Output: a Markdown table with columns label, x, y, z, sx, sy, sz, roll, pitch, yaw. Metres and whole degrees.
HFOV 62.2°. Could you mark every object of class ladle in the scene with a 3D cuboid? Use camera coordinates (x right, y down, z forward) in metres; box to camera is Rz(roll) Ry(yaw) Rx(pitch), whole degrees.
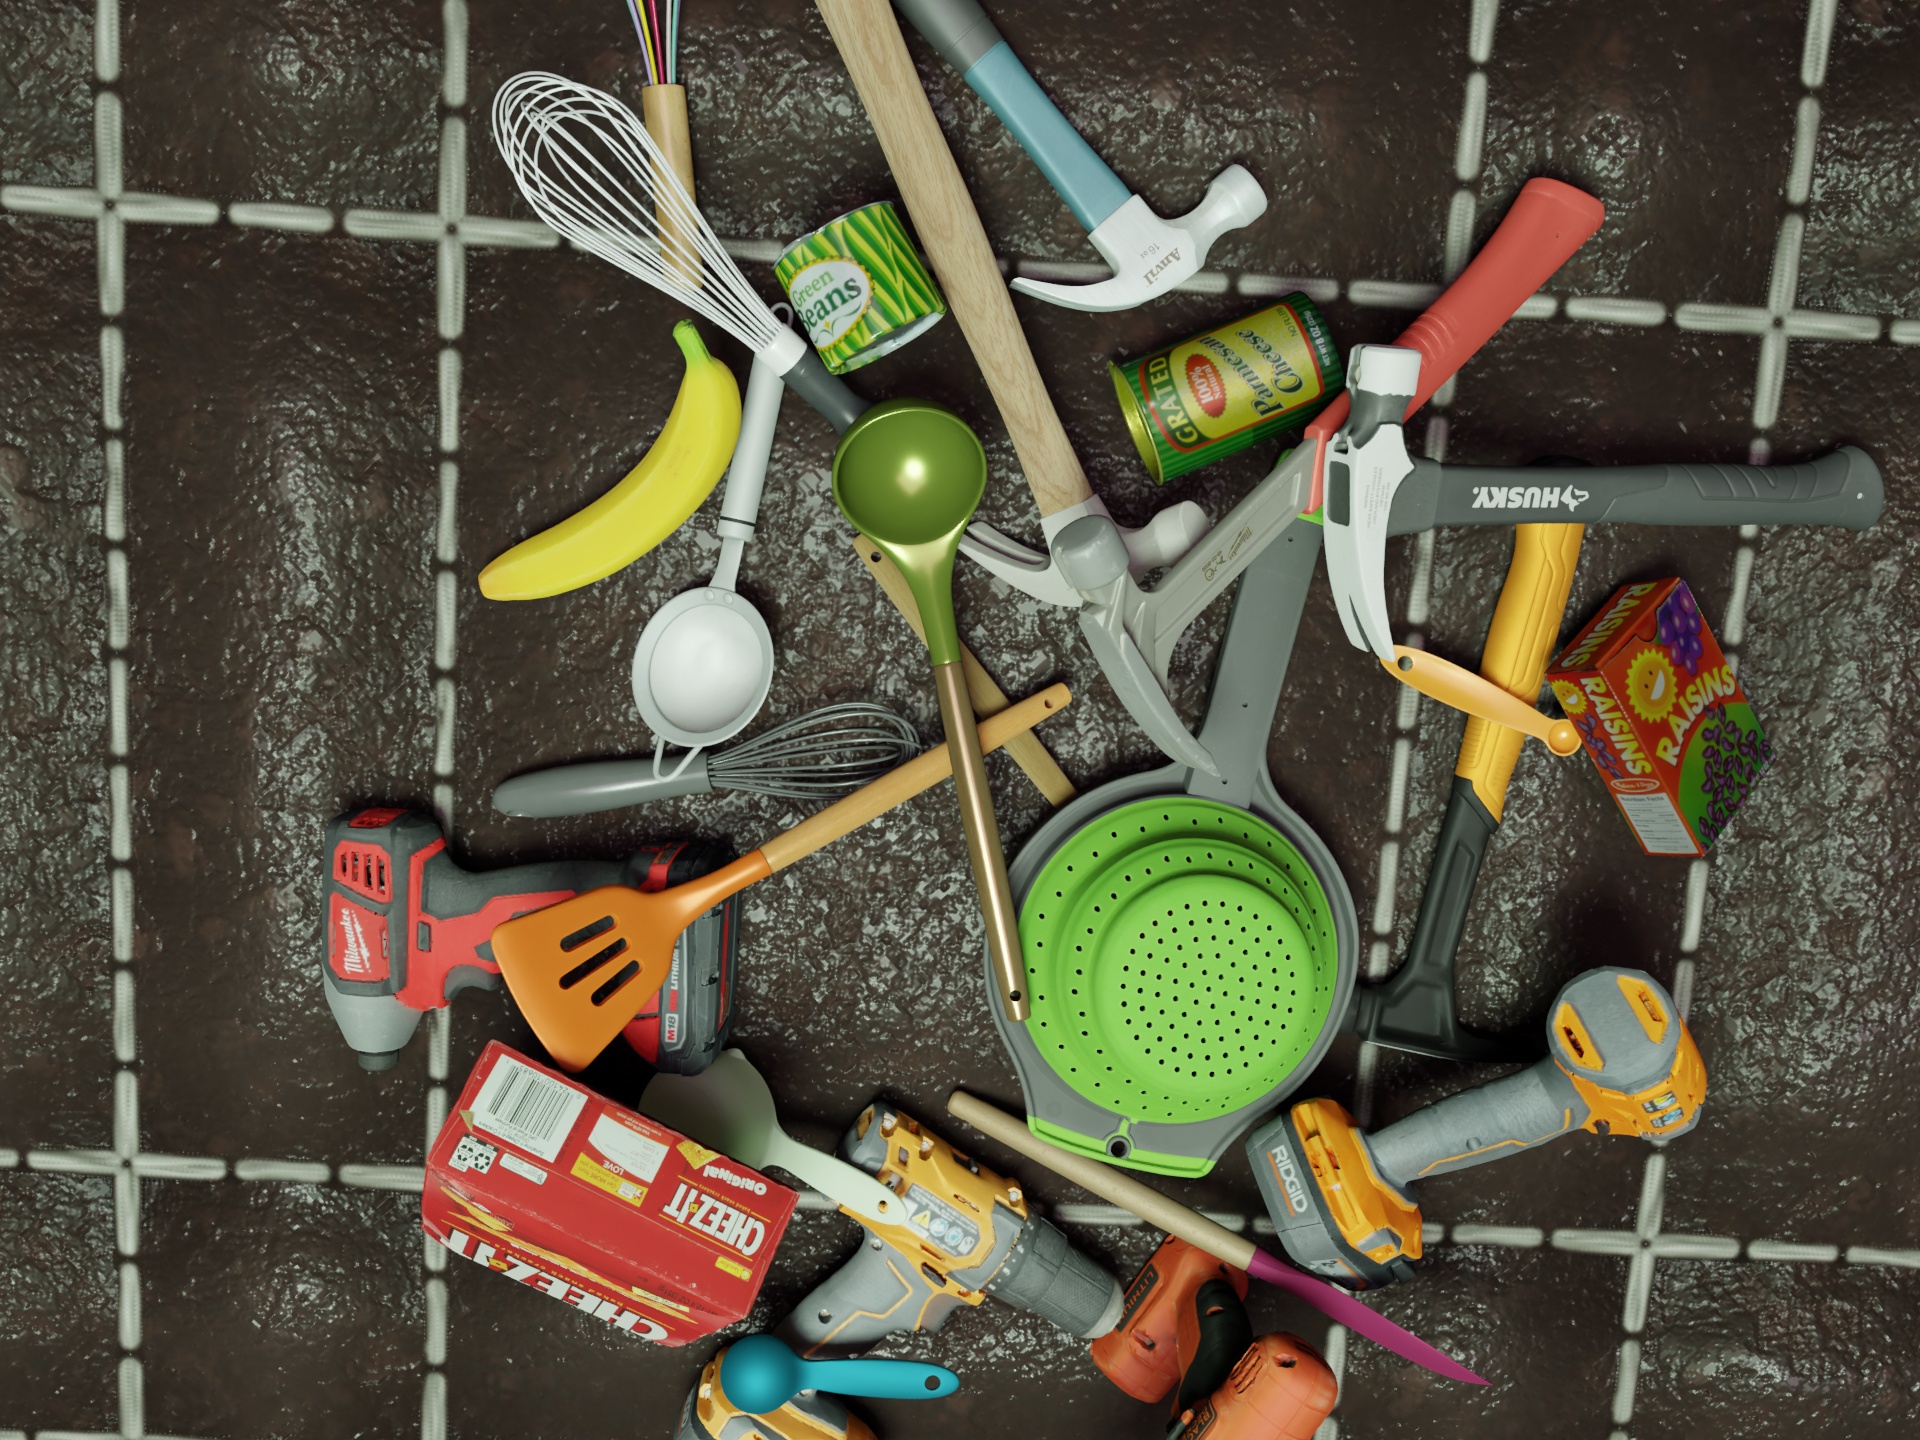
| label | x | y | z | sx | sy | sz | roll | pitch | yaw |
| --- | --- | --- | --- | --- | --- | --- | --- | --- | --- |
| ladle | -0.001 | -0.003 | 0.799 | 0.078 | 0.062 | 0.320 | -11 | 92 | 0 |
| ladle | 0.043 | 0.023 | 0.872 | 0.069 | 0.031 | 0.315 | -39 | 96 | 1 |

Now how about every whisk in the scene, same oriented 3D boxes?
| label | x | y | z | sx | sy | sz | roll | pitch | yaw |
| --- | --- | --- | --- | --- | --- | --- | --- | --- | --- |
| whisk | -0.113 | -0.205 | 0.787 | 0.070 | 0.070 | 0.284 | -46 | 117 | 6 |
| whisk | -0.137 | 0.028 | 0.859 | 0.239 | 0.055 | 0.055 | -8 | 99 | 4 |
| whisk | -0.155 | -0.342 | 0.801 | 0.051 | 0.047 | 0.245 | -5 | 102 | -2 |

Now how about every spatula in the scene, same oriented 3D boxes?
| label | x | y | z | sx | sy | sz | roll | pitch | yaw |
| --- | --- | --- | --- | --- | --- | --- | --- | --- | --- |
| spatula | -0.076 | 0.060 | 0.806 | 0.322 | 0.041 | 0.081 | -29 | 97 | -15 |

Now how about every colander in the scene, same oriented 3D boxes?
| label | x | y | z | sx | sy | sz | roll | pitch | yaw |
| --- | --- | --- | --- | --- | --- | --- | --- | --- | --- |
| colander | 0.138 | 0.050 | 0.820 | 0.204 | 0.094 | 0.397 | 15 | 91 | -5 |

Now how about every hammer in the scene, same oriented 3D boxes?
| label | x | y | z | sx | sy | sz | roll | pitch | yaw |
| --- | --- | --- | --- | --- | --- | --- | --- | --- | --- |
| hammer | 0.331 | -0.108 | 0.799 | 0.334 | 0.035 | 0.146 | -3 | 108 | -20 |
| hammer | 0.297 | 0.024 | 0.872 | 0.127 | 0.034 | 0.337 | 11 | 99 | -2 |
| hammer | 0.007 | -0.212 | 0.796 | 0.130 | 0.031 | 0.331 | -18 | 100 | 38 |
| hammer | 0.199 | -0.139 | 0.785 | 0.359 | 0.037 | 0.149 | -44 | 124 | -15 |
| hammer | 0.004 | -0.347 | 0.807 | 0.128 | 0.033 | 0.331 | -41 | 97 | 4 |

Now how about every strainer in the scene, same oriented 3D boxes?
| label | x | y | z | sx | sy | sz | roll | pitch | yaw |
| --- | --- | --- | --- | --- | --- | --- | --- | --- | --- |
| strainer | -0.118 | -0.093 | 0.842 | 0.087 | 0.050 | 0.258 | 14 | 94 | 24 |

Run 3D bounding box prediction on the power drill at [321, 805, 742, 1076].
| label | x | y | z | sx | sy | sz | roll | pitch | yaw |
| --- | --- | --- | --- | --- | --- | --- | --- | --- | --- |
| power drill | -0.234 | 0.126 | 0.859 | 0.219 | 0.078 | 0.143 | 5 | 99 | 1 |

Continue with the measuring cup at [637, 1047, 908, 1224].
| label | x | y | z | sx | sy | sz | roll | pitch | yaw |
| --- | --- | --- | --- | --- | --- | --- | --- | --- | --- |
| measuring cup | -0.105 | 0.235 | 0.857 | 0.168 | 0.038 | 0.083 | 19 | 94 | 27 |

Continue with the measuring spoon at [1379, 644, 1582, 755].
| label | x | y | z | sx | sy | sz | roll | pitch | yaw |
| --- | --- | --- | --- | --- | --- | --- | --- | --- | --- |
| measuring spoon | 0.275 | -0.012 | 0.846 | 0.117 | 0.011 | 0.021 | 25 | 90 | 0 |

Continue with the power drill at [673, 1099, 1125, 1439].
| label | x | y | z | sx | sy | sz | roll | pitch | yaw |
| --- | --- | --- | --- | --- | --- | --- | --- | --- | --- |
| power drill | -0.033 | 0.353 | 0.898 | 0.185 | 0.084 | 0.226 | 34 | 92 | -6 |

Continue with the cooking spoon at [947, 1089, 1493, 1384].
| label | x | y | z | sx | sy | sz | roll | pitch | yaw |
| --- | --- | --- | --- | --- | --- | --- | --- | --- | --- |
| cooking spoon | 0.134 | 0.280 | 0.865 | 0.319 | 0.068 | 0.017 | 25 | 78 | 16 |

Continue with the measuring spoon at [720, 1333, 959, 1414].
| label | x | y | z | sx | sy | sz | roll | pitch | yaw |
| --- | --- | --- | --- | --- | --- | --- | --- | --- | --- |
| measuring spoon | -0.064 | 0.352 | 0.844 | 0.128 | 0.021 | 0.042 | 5 | 91 | -5 |

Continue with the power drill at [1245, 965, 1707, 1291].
| label | x | y | z | sx | sy | sz | roll | pitch | yaw |
| --- | --- | --- | --- | --- | --- | --- | --- | --- | --- |
| power drill | 0.285 | 0.222 | 0.848 | 0.226 | 0.084 | 0.164 | -31 | 140 | 15 |
